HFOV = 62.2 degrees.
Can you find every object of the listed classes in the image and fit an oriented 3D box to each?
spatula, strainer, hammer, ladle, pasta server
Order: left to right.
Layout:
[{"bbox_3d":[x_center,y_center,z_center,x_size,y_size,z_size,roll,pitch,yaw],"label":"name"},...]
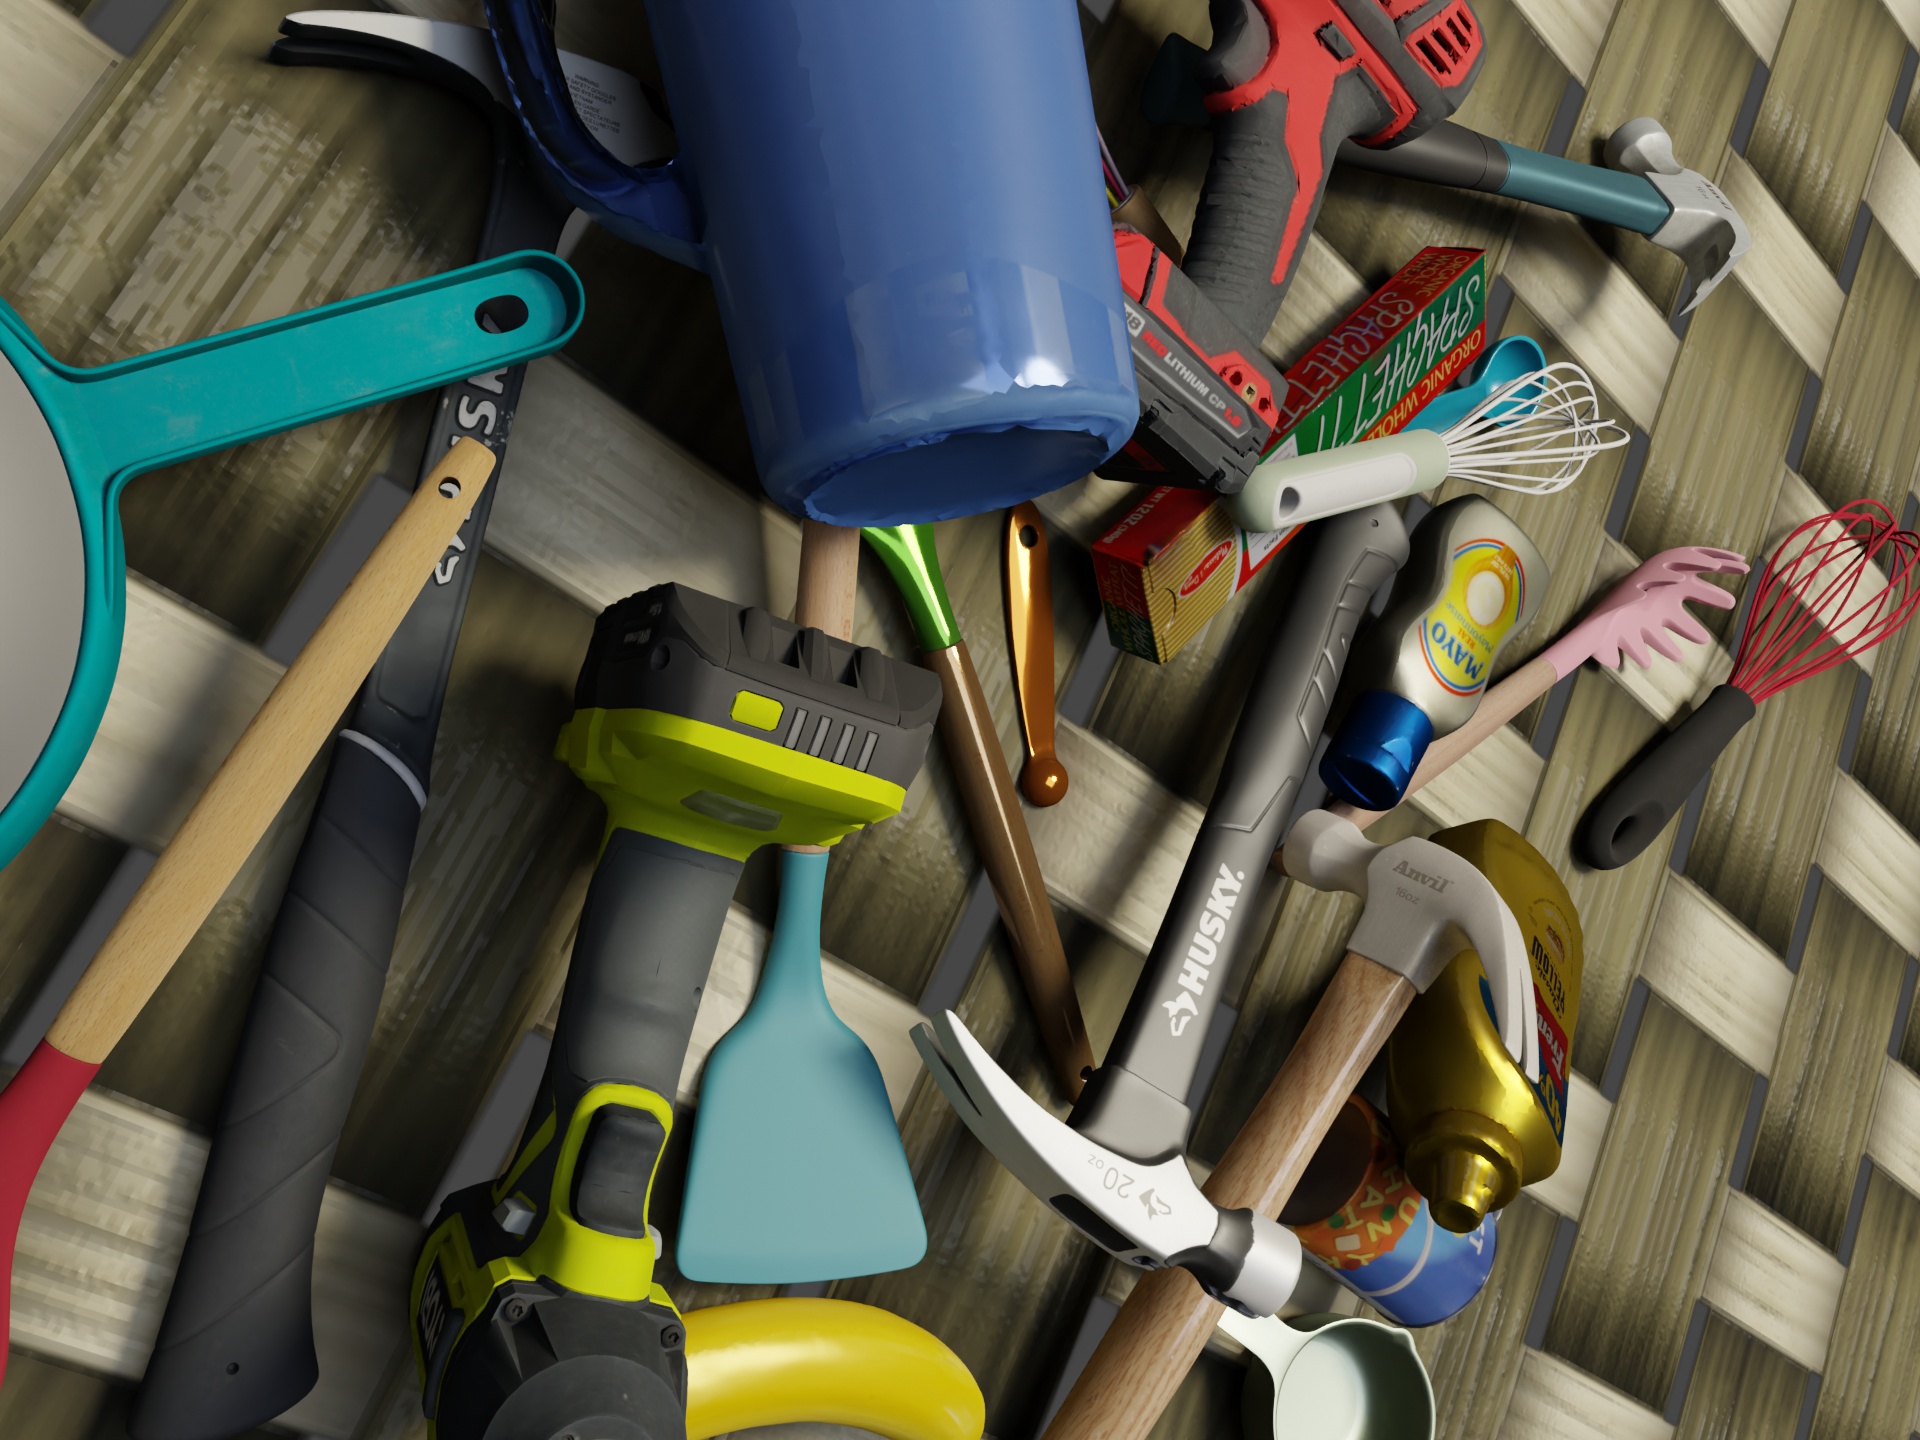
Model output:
[{"bbox_3d":[-0.236,-0.058,0.348,0.340,0.095,0.211,-24,99,-23],"label":"strainer"},{"bbox_3d":[-0.209,0.059,0.399,0.069,0.031,0.315,34,80,-17],"label":"ladle"},{"bbox_3d":[-0.164,-0.007,0.453,0.149,0.036,0.409,17,79,-31],"label":"hammer"},{"bbox_3d":[-0.044,0.018,0.513,0.082,0.044,0.317,3,94,-18],"label":"spatula"},{"bbox_3d":[0.095,0.187,0.575,0.031,0.130,0.331,42,78,-37],"label":"hammer"},{"bbox_3d":[0.102,0.032,0.594,0.146,0.035,0.335,32,59,-8],"label":"hammer"},{"bbox_3d":[0.219,-0.245,0.693,0.330,0.033,0.128,2,51,-28],"label":"hammer"},{"bbox_3d":[0.258,-0.007,0.729,0.316,0.040,0.060,-30,141,-28],"label":"pasta server"}]

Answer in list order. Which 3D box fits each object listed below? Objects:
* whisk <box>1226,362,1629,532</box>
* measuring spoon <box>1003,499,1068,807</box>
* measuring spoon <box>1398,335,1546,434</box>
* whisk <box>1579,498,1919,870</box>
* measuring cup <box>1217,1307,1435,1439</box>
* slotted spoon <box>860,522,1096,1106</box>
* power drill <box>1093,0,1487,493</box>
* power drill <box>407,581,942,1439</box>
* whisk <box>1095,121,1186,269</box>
[{"bbox_3d":[0.195,-0.107,0.649,0.246,0.059,0.057,-18,120,-37],"label":"whisk"},{"bbox_3d":[0.030,-0.026,0.594,0.021,0.011,0.117,-5,91,-33],"label":"measuring spoon"},{"bbox_3d":[0.214,-0.140,0.720,0.128,0.021,0.042,-25,115,-22],"label":"measuring spoon"},{"bbox_3d":[0.410,-0.020,0.821,0.296,0.073,0.073,-40,109,-21],"label":"whisk"},{"bbox_3d":[0.117,0.247,0.636,0.167,0.038,0.083,44,68,-6],"label":"measuring cup"},{"bbox_3d":[-0.001,-0.002,0.566,0.070,0.031,0.313,-24,104,-26],"label":"slotted spoon"},{"bbox_3d":[0.090,-0.202,0.558,0.143,0.079,0.220,34,82,-34],"label":"power drill"},{"bbox_3d":[-0.081,0.084,0.412,0.080,0.171,0.223,18,82,-21],"label":"power drill"},{"bbox_3d":[0.045,-0.209,0.593,0.051,0.047,0.244,-48,118,-8],"label":"whisk"}]
